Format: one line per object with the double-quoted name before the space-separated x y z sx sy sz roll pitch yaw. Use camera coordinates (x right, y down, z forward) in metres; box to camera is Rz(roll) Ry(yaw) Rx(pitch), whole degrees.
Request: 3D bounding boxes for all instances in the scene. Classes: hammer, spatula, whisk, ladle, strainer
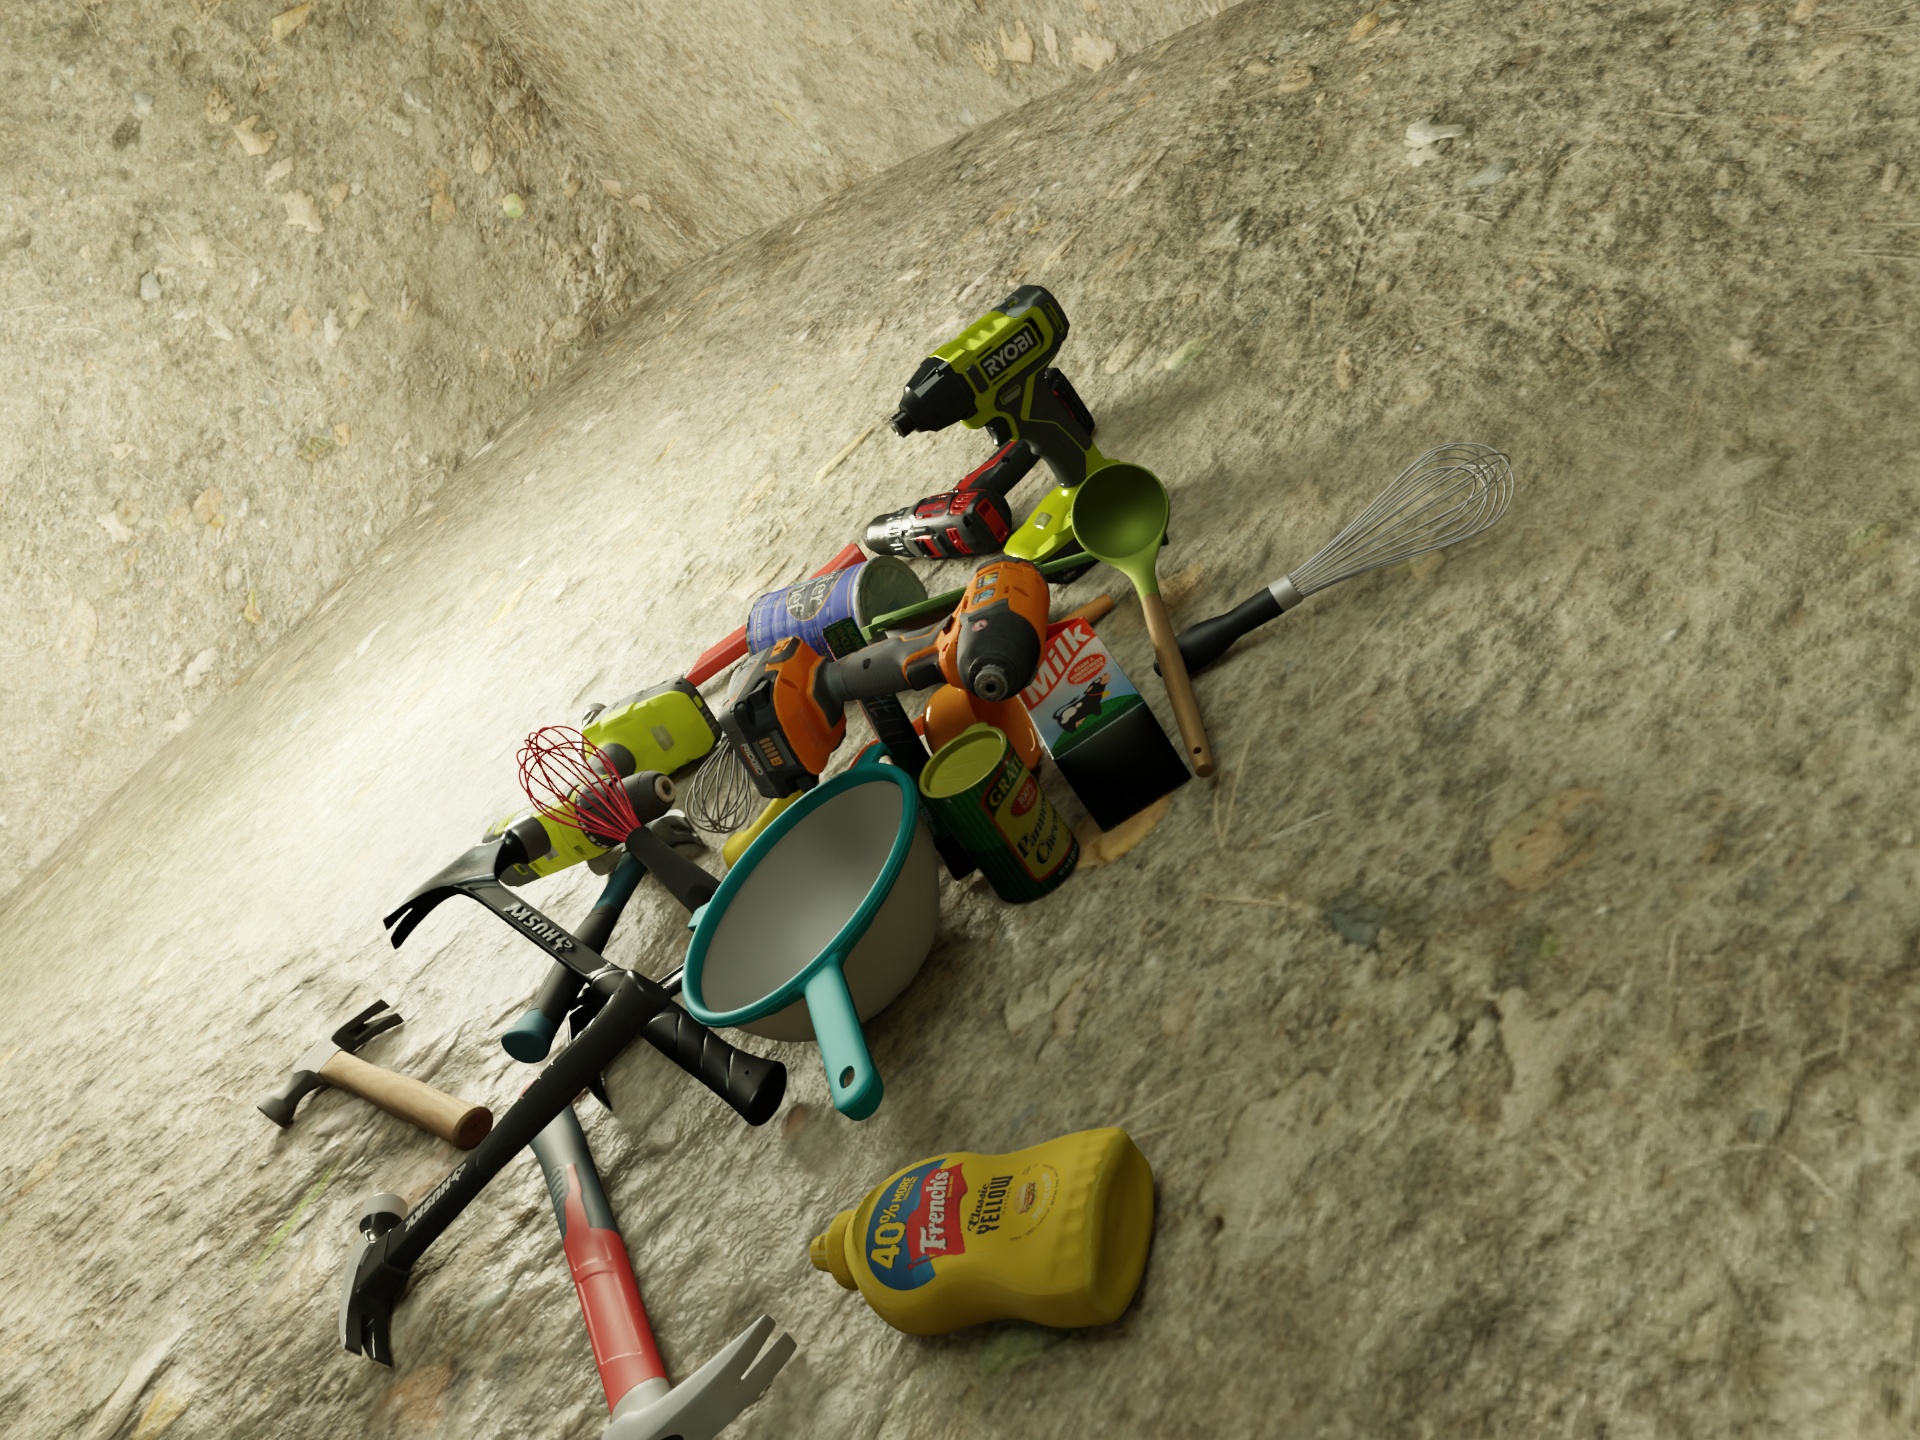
"hammer" -0.306 0.287 1.060 0.334 0.035 0.146 -46 27 15
"hammer" -0.472 0.304 1.316 0.331 0.031 0.130 0 44 48
"spatula" -0.002 -0.004 1.265 0.322 0.041 0.081 -34 -9 -14
"whisk" -0.208 0.020 1.431 0.055 0.055 0.239 -26 31 18
"ladle" 0.138 -0.079 1.144 0.078 0.062 0.321 -24 39 13
"hammer" -0.244 -0.065 1.638 0.359 0.036 0.149 -34 27 4
"hammer" -0.265 0.182 1.143 0.149 0.036 0.409 -33 40 -33
"hammer" -0.148 0.155 1.183 0.337 0.034 0.127 -35 26 0
"whisk" -0.264 0.083 1.246 0.073 0.073 0.296 -44 51 -17
"whisk" 0.258 -0.107 1.123 0.284 0.070 0.070 -32 27 17
"strainer" -0.067 0.161 1.008 0.211 0.095 0.341 -43 26 6
"strainer" 0.055 -0.092 1.314 0.256 0.069 0.151 -16 5 16
"hammer" -0.293 0.166 1.280 0.128 0.033 0.331 -25 20 18
"hammer" -0.218 0.319 0.998 0.143 0.038 0.387 -38 27 -8

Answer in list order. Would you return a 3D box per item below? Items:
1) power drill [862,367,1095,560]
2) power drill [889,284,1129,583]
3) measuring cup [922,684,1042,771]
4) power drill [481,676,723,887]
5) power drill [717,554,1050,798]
"power drill" 0.012 -0.246 1.599 0.188 0.080 0.227 0 46 49
"power drill" 0.053 -0.234 1.366 0.171 0.223 0.080 -39 27 -8
"measuring cup" 0.011 -0.018 1.205 0.052 0.095 0.174 -32 36 24
"power drill" -0.304 0.051 1.431 0.190 0.080 0.229 -22 20 25
"power drill" -0.047 -0.028 1.089 0.226 0.084 0.164 -21 22 15
